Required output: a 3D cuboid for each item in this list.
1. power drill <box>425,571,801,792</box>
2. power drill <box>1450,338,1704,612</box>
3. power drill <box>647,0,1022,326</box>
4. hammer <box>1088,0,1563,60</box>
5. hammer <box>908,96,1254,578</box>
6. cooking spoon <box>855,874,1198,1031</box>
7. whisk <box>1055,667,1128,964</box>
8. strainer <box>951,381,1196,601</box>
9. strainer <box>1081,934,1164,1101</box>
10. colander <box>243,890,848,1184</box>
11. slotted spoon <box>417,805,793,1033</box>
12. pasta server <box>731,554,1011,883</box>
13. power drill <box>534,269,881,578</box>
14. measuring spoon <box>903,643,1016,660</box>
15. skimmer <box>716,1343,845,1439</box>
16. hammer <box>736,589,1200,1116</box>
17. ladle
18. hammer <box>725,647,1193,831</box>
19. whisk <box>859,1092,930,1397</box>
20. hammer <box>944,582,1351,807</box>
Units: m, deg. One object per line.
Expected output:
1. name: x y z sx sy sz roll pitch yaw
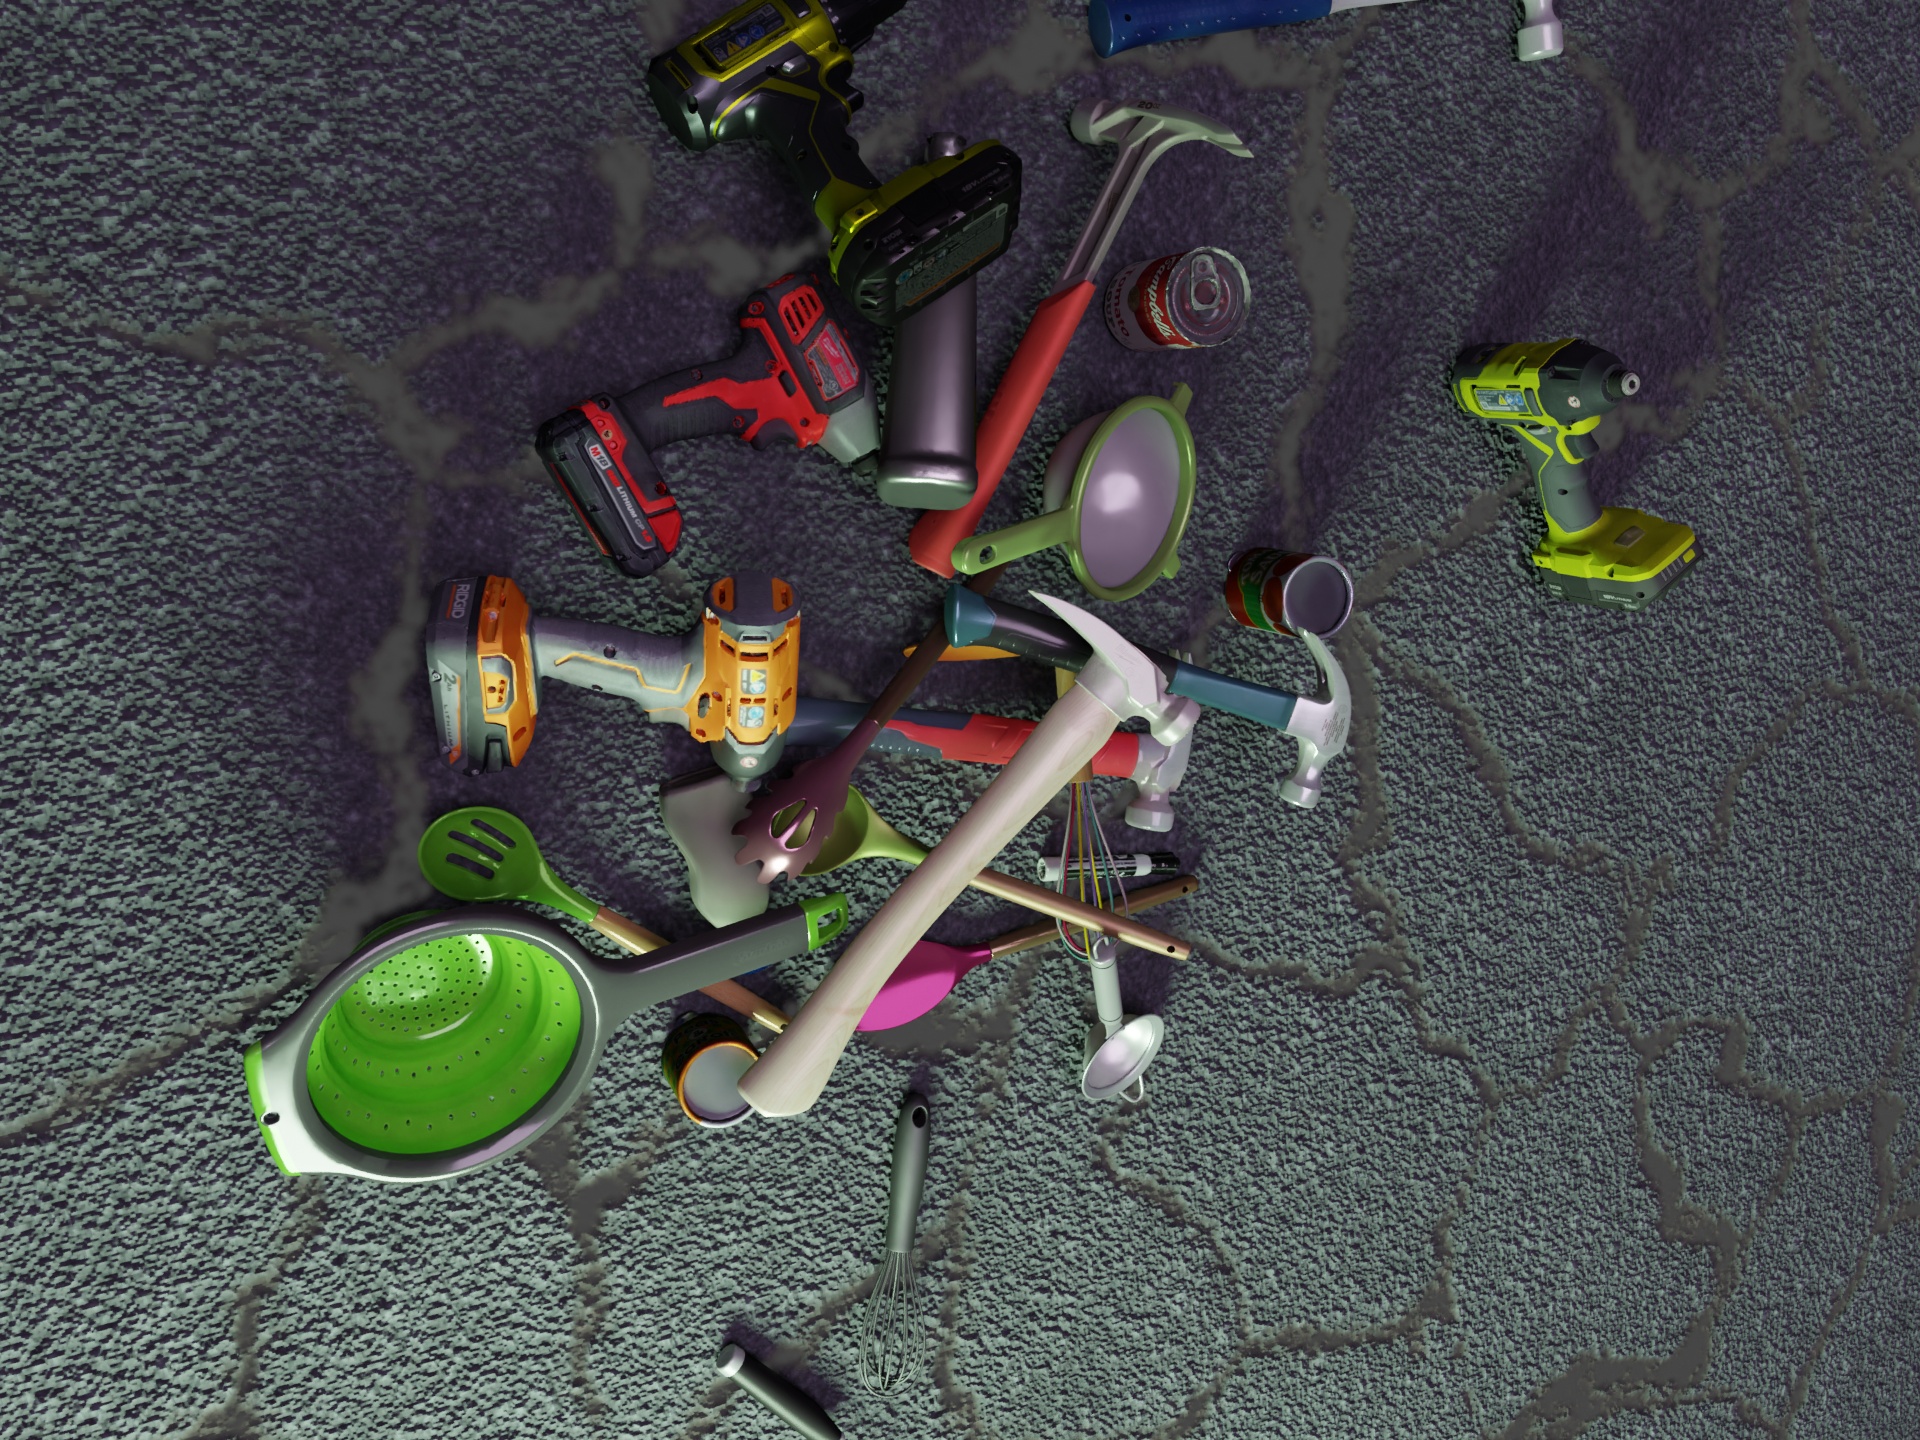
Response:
1. power drill: -0.219 -0.017 1.033 0.226 0.084 0.164 0 129 -9
2. power drill: 0.500 -0.200 1.275 0.080 0.171 0.223 -39 114 -11
3. power drill: -0.063 -0.386 1.024 0.190 0.080 0.229 -36 77 -12
4. hammer: 0.283 -0.552 1.197 0.405 0.035 0.144 -15 105 -19
5. hammer: 0.066 -0.264 1.121 0.036 0.149 0.359 20 98 -50
6. cooking spoon: 0.045 0.172 1.240 0.319 0.017 0.068 -15 106 -18
7. whisk: 0.090 0.066 1.188 0.047 0.051 0.245 -10 96 -42
8. strainer: 0.069 -0.151 1.135 0.256 0.069 0.151 -24 125 -41
9. strainer: 0.115 0.224 1.215 0.087 0.050 0.258 -37 147 -16
10. colander: -0.270 0.170 1.068 0.397 0.095 0.204 -16 123 -24
11. slotted spoon: -0.239 0.150 1.119 0.313 0.031 0.070 35 93 -25
12. pasta server: -0.050 -0.016 1.125 0.060 0.040 0.316 41 66 -10
13. power drill: -0.158 -0.191 1.067 0.219 0.079 0.143 -34 110 -16
14. measuring spoon: 0.012 -0.055 1.189 0.117 0.021 0.011 -2 58 -20
15. skimmer: -0.061 0.618 1.237 0.127 0.090 0.363 -36 111 21
16. hammer: -0.019 0.101 1.099 0.146 0.038 0.410 40 90 -10
17. ladle: 0.014 0.117 1.140 0.320 0.062 0.078 20 105 0
18. hammer: -0.002 -0.004 1.180 0.386 0.038 0.143 7 96 -23
19. whisk: -0.044 0.406 1.232 0.055 0.055 0.239 5 93 -22
20. hammer: 0.140 -0.034 1.158 0.330 0.033 0.128 15 101 -18
